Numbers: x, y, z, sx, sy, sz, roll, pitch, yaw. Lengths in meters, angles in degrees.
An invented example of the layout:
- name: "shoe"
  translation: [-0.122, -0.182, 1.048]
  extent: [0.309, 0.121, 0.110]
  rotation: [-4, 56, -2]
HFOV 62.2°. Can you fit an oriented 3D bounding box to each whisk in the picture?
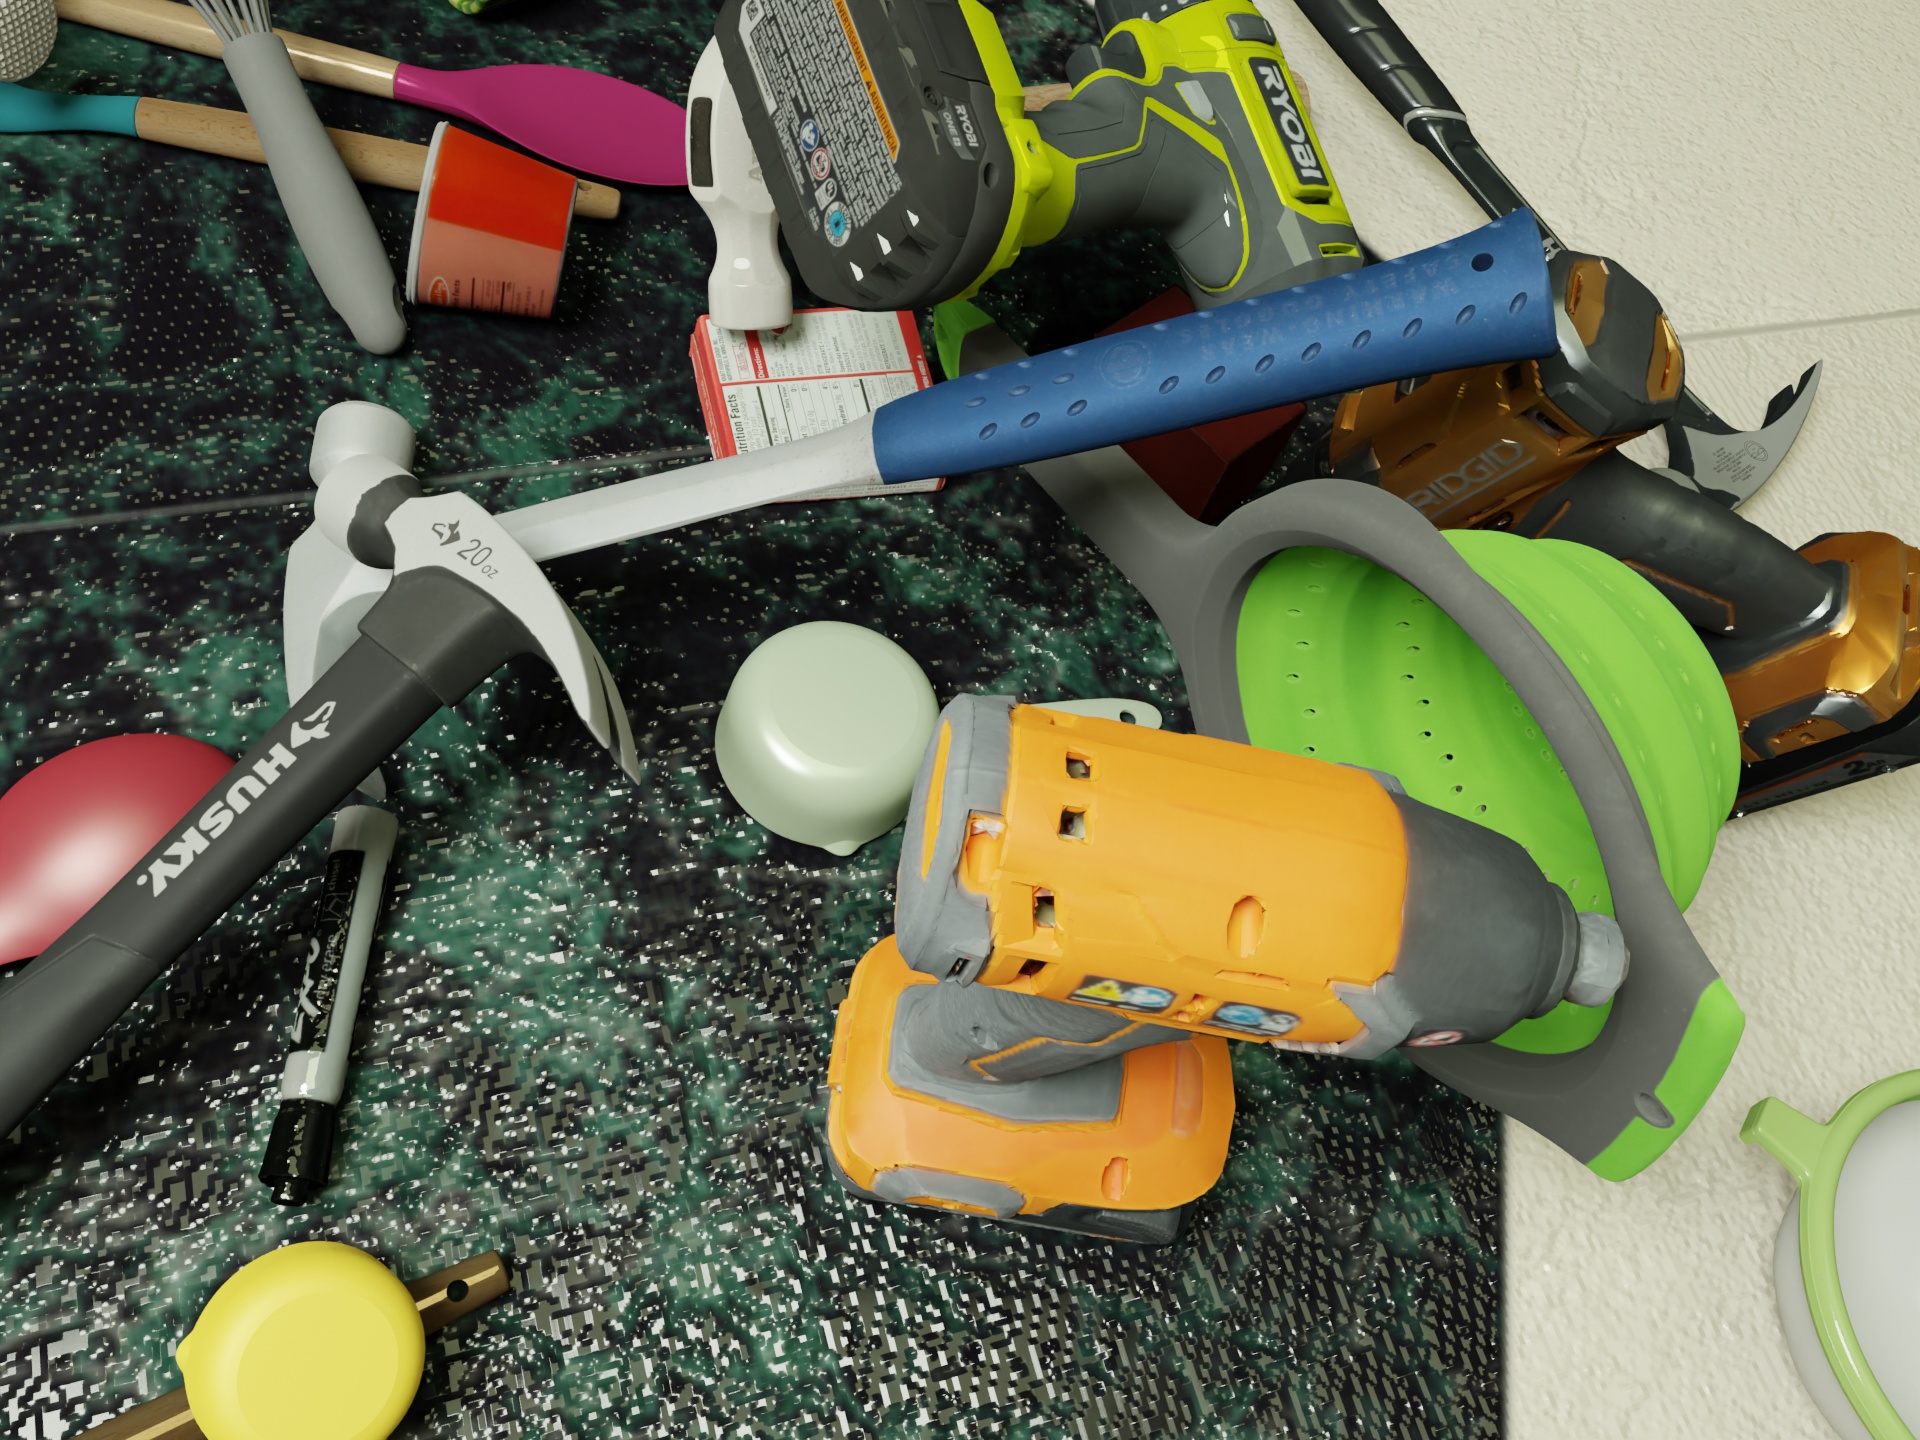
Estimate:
- name: "whisk"
  translation: [-0.260, -0.248, 0.586]
  extent: [0.055, 0.055, 0.239]
  rotation: [-26, 96, -24]

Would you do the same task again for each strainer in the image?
- name: "strainer"
  translation: [0.324, 0.240, 0.487]
  extent: [0.151, 0.069, 0.257]
  rotation: [2, 62, -15]

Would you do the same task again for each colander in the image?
- name: "colander"
  translation: [0.123, -0.044, 0.534]
  extent: [0.094, 0.204, 0.398]
  rotation: [-26, 55, -17]

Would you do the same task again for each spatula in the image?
- name: "spatula"
  translation: [-0.292, -0.236, 0.615]
  extent: [0.317, 0.044, 0.082]
  rotation: [7, 57, -10]

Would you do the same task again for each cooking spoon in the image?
- name: "cooking spoon"
  translation: [-0.257, -0.270, 0.656]
  extent: [0.319, 0.017, 0.069]
  rotation: [12, 52, -7]

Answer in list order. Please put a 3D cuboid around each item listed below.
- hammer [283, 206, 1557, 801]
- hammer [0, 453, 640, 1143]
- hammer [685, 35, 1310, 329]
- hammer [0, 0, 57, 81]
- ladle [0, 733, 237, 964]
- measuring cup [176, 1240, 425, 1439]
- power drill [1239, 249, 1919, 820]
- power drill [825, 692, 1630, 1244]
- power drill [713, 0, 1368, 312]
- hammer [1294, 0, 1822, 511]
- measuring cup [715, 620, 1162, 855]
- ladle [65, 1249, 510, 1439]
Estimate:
- name: "hammer"
  translation: [-0.033, -0.075, 0.483]
  extent: [0.405, 0.035, 0.144]
  rotation: [-11, 62, 16]
- name: "hammer"
  translation: [-0.230, 0.073, 0.421]
  extent: [0.146, 0.035, 0.335]
  rotation: [32, 72, 30]
- name: "hammer"
  translation: [0.033, -0.248, 0.656]
  extent: [0.331, 0.130, 0.031]
  rotation: [-20, 30, -37]
- name: "hammer"
  translation: [-0.333, -0.411, 0.679]
  extent: [0.146, 0.038, 0.411]
  rotation: [27, 53, -1]
- name: "ladle"
  translation: [-0.337, 0.101, 0.433]
  extent: [0.069, 0.031, 0.315]
  rotation: [45, 63, 11]
- name: "measuring cup"
  translation: [-0.170, 0.212, 0.394]
  extent: [0.062, 0.029, 0.157]
  rotation: [13, 70, -27]
- name: "power drill"
  translation: [0.225, -0.051, 0.585]
  extent: [0.226, 0.185, 0.084]
  rotation: [32, 58, -17]
- name: "power drill"
  translation: [0.052, 0.077, 0.419]
  extent: [0.164, 0.226, 0.084]
  rotation: [11, 60, -7]
- name: "power drill"
  translation: [0.035, -0.226, 0.559]
  extent: [0.228, 0.080, 0.190]
  rotation: [-14, 81, -41]
- name: "hammer"
  translation: [0.237, -0.265, 0.738]
  extent: [0.149, 0.036, 0.409]
  rotation: [-29, 78, -27]
- name: "measuring cup"
  translation: [-0.001, -0.002, 0.559]
  extent: [0.167, 0.038, 0.083]
  rotation: [-4, 63, -17]
- name: "ladle"
  translation: [-0.262, 0.205, 0.377]
  extent: [0.320, 0.062, 0.078]
  rotation: [-21, 81, -25]
